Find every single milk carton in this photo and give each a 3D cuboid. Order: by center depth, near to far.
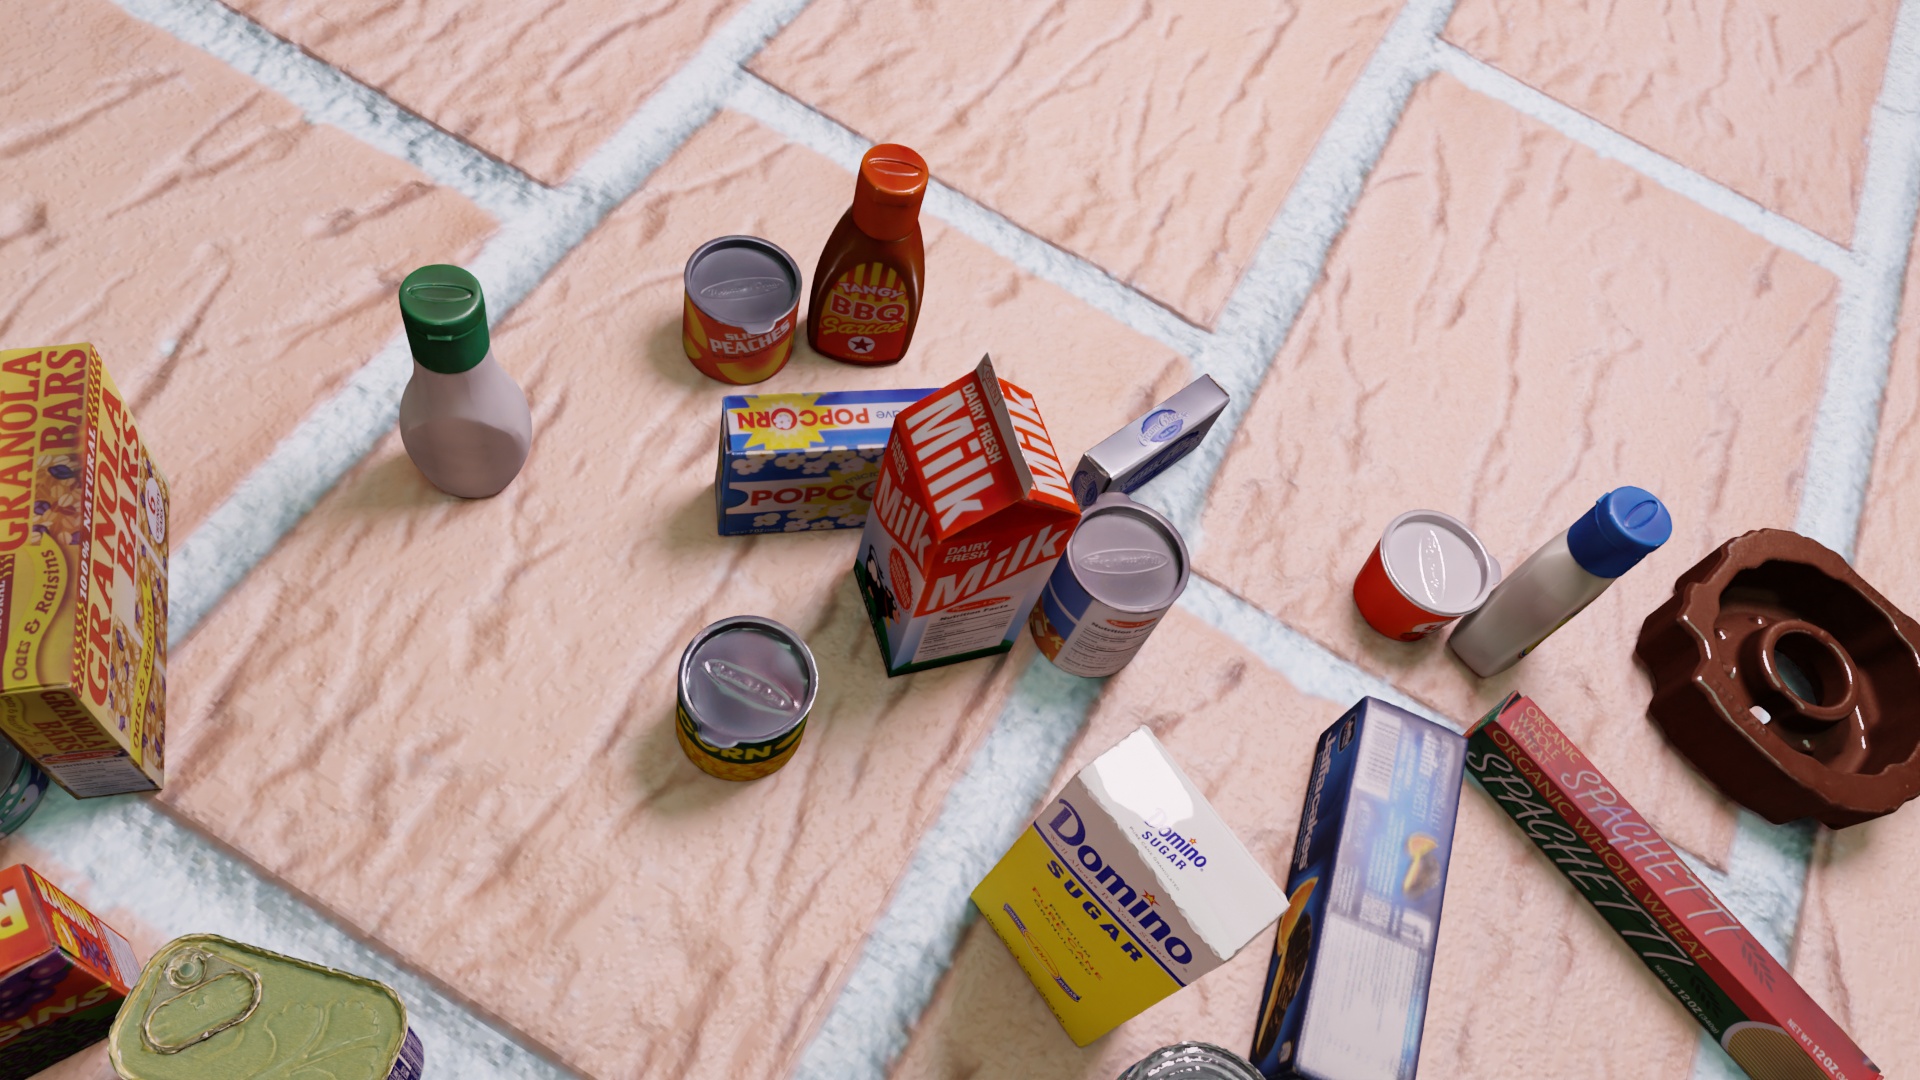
[{"bbox_3d":[0.002,-0.009,0.682,0.073,0.189,0.072,-10,64,-18],"label":"milk carton"}]

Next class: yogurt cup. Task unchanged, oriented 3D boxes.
[{"bbox_3d":[0.265,0.023,0.805,0.072,0.053,0.073,6,60,-10],"label":"yogurt cup"}]

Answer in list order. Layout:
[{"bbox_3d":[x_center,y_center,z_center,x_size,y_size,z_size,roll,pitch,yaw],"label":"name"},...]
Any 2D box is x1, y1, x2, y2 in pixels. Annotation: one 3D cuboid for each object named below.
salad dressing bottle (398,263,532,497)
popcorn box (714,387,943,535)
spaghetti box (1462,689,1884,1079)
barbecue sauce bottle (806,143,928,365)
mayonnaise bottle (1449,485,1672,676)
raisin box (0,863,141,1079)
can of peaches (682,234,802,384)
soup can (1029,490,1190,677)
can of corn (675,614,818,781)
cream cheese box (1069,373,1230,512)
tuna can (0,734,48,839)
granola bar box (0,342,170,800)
[{"bbox_3d":[-0.248,-0.076,0.688,0.064,0.147,0.044,1,61,-13],"label":"salad dressing bottle"},{"bbox_3d":[-0.066,-0.042,0.747,0.127,0.084,0.038,-4,62,-15],"label":"popcorn box"},{"bbox_3d":[0.366,0.190,0.735,0.029,0.050,0.250,-31,72,-26],"label":"spaghetti box"},{"bbox_3d":[-0.048,-0.158,0.781,0.065,0.147,0.044,6,60,-10],"label":"barbecue sauce bottle"},{"bbox_3d":[0.330,0.023,0.766,0.065,0.147,0.041,-32,72,-26],"label":"mayonnaise bottle"},{"bbox_3d":[-0.374,0.175,0.528,0.086,0.122,0.040,-25,69,-24],"label":"raisin box"},{"bbox_3d":[-0.126,-0.130,0.800,0.071,0.057,0.071,6,60,-10],"label":"can of peaches"},{"bbox_3d":[0.077,0.025,0.743,0.071,0.083,0.071,6,60,-10],"label":"soup can"},{"bbox_3d":[-0.107,0.081,0.682,0.071,0.058,0.071,6,60,-10],"label":"can of corn"},{"bbox_3d":[0.109,-0.054,0.813,0.104,0.053,0.024,-33,73,-27],"label":"cream cheese box"},{"bbox_3d":[-0.439,0.103,0.607,0.071,0.032,0.071,6,60,-10],"label":"tuna can"},{"bbox_3d":[-0.390,0.016,0.615,0.039,0.123,0.166,-7,63,-17],"label":"granola bar box"}]
